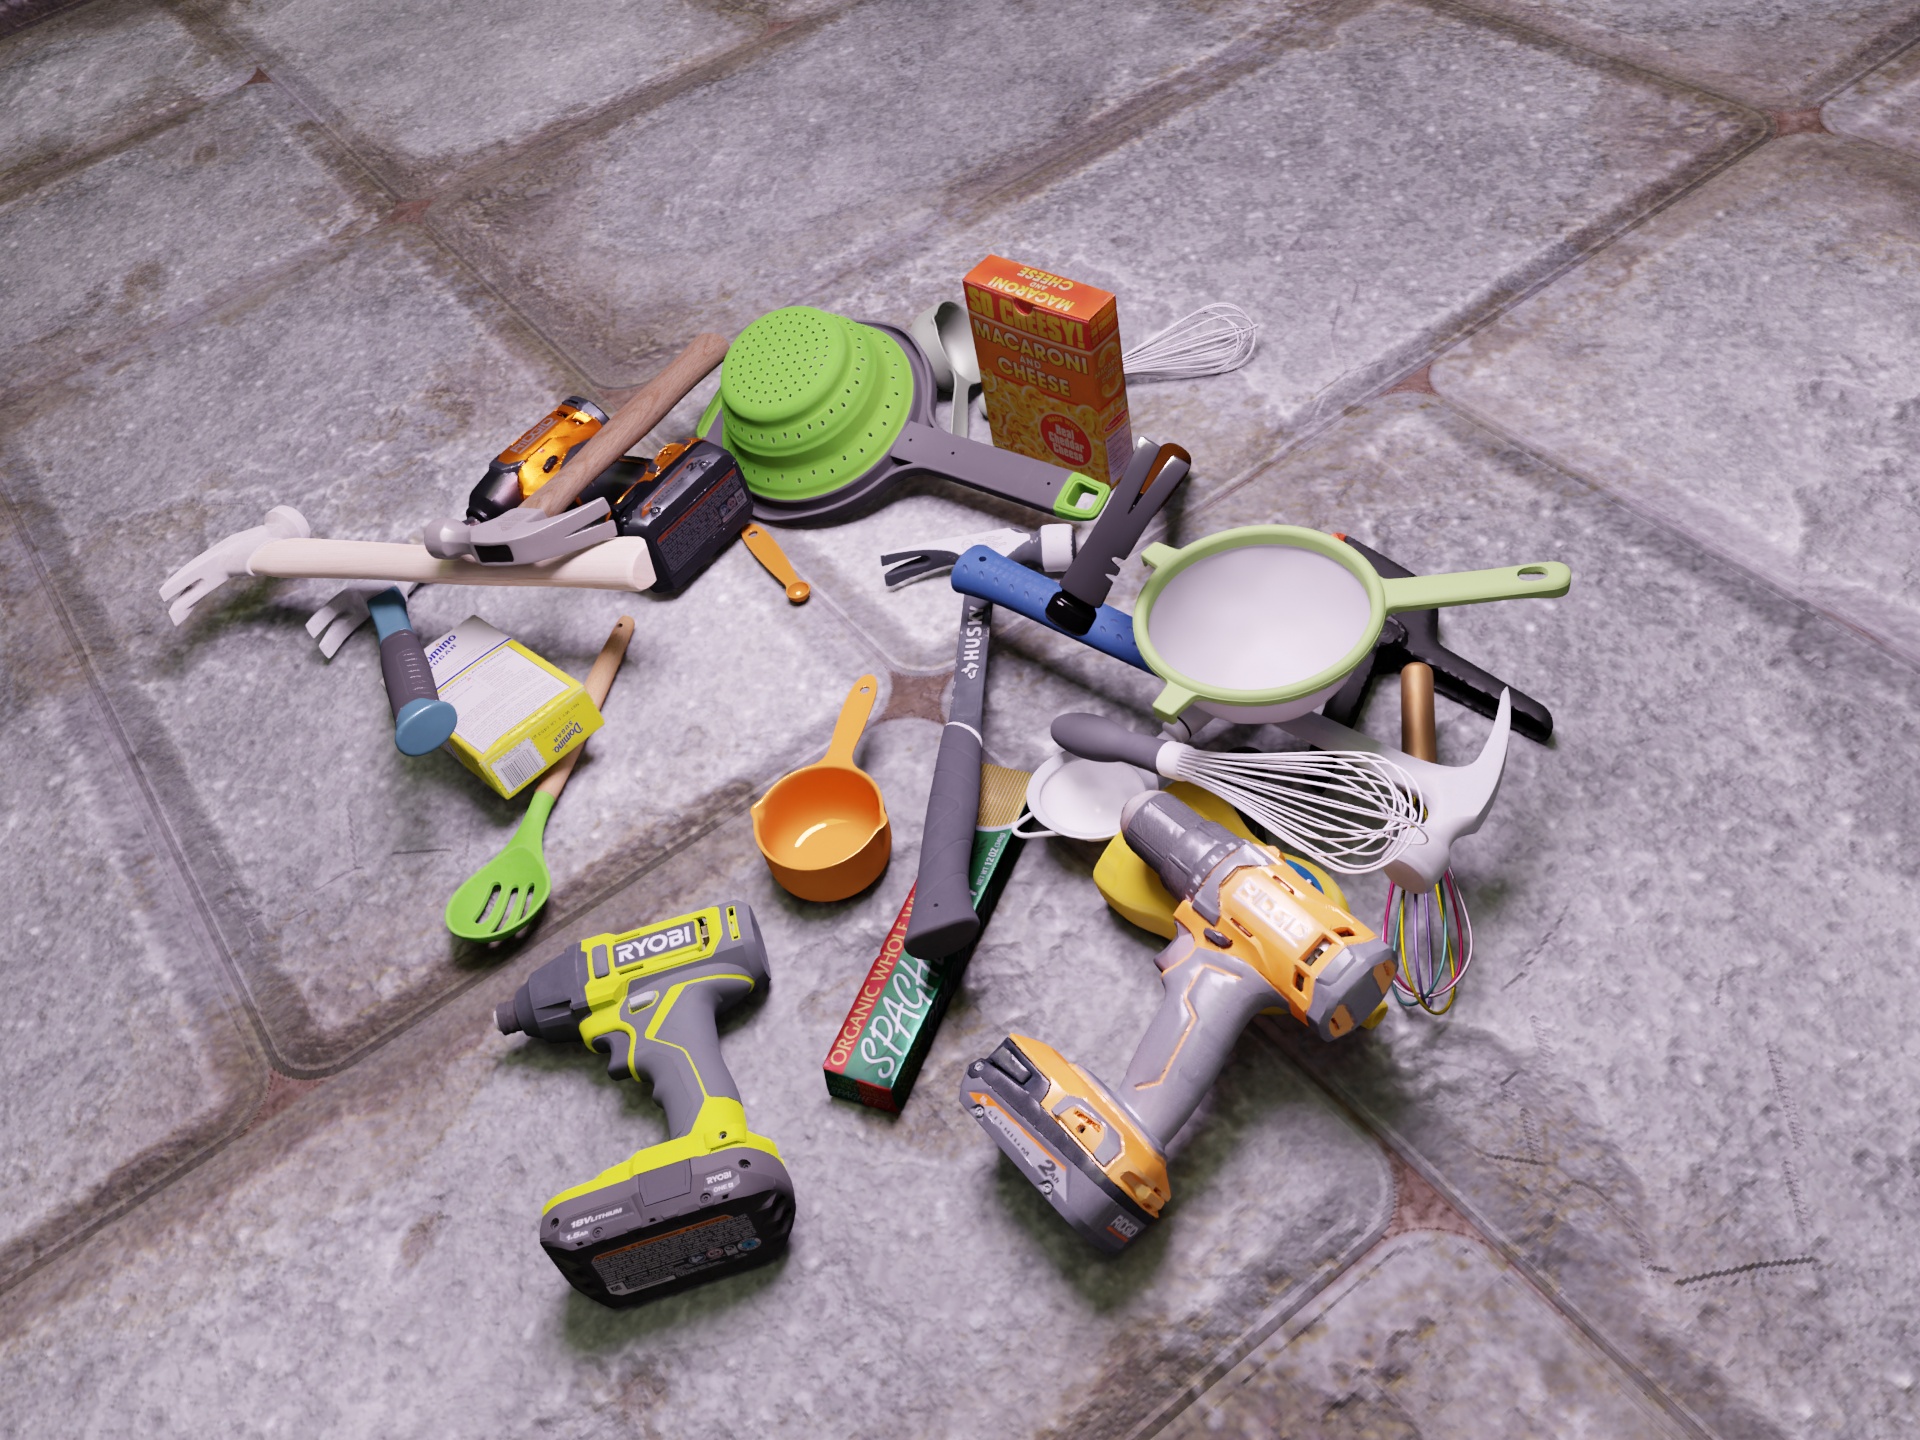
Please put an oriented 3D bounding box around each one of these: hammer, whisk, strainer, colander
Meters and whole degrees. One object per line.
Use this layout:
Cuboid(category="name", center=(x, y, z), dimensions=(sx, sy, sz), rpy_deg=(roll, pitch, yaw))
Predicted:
Cuboid(category="hammer", center=(-0.420, -0.116, 1.221), dimensions=(0.411, 0.038, 0.146), rpy_deg=(4, 35, 23))
Cuboid(category="whisk", center=(0.285, 0.068, 0.981), dimensions=(0.047, 0.051, 0.245), rpy_deg=(14, 56, -7))
Cuboid(category="hammer", center=(-0.002, -0.003, 1.089), dimensions=(0.149, 0.036, 0.409), rpy_deg=(-2, 42, 9))
Cuboid(category="hammer", center=(-0.420, -0.054, 1.196), dimensions=(0.128, 0.033, 0.331), rpy_deg=(-31, 32, -10))
Cuboid(category="strainer", center=(0.140, 0.014, 1.062), dimensions=(0.258, 0.050, 0.087), rpy_deg=(-37, 47, -16))
Cuboid(category="strainer", center=(0.236, -0.054, 0.969), dimensions=(0.256, 0.069, 0.152), rpy_deg=(-7, 46, 9))
Cuboid(category="hammer", center=(0.162, -0.033, 1.040), dimensions=(0.406, 0.035, 0.144), rpy_deg=(28, 62, 32))
Cuboid(category="colander", center=(-0.063, -0.243, 1.265), dimensions=(0.397, 0.094, 0.204), rpy_deg=(22, 76, 29))
Cuboid(category="hammer", center=(0.130, -0.158, 1.108), dimensions=(0.034, 0.127, 0.337), rpy_deg=(31, 23, 3))
Cuboid(category="whisk", center=(0.154, 0.031, 0.953), dimensions=(0.070, 0.070, 0.285), rpy_deg=(-44, 36, -24))
Cuboid(category="hammer", center=(-0.272, -0.220, 1.254), dimensions=(0.130, 0.031, 0.331), rpy_deg=(7, 41, 24))
Cuboid(category="whisk", center=(0.134, -0.300, 1.350), dimensions=(0.246, 0.057, 0.059), rpy_deg=(-16, 14, 2))

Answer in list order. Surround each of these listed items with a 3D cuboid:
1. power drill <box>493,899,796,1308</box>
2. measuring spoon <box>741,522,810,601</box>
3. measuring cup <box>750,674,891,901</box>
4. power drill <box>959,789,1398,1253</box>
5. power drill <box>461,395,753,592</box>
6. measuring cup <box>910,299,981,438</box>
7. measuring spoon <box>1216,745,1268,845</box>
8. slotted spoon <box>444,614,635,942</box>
Cuboid(category="power drill", center=(-0.189, 0.220, 0.945), dimensions=(0.171, 0.080, 0.223), rpy_deg=(-17, 44, -3))
Cuboid(category="measuring spoon", center=(-0.150, -0.127, 1.281), dimensions=(0.021, 0.011, 0.117), rpy_deg=(-28, 46, -13))
Cuboid(category="measuring cup", center=(-0.080, 0.047, 1.086), dimensions=(0.095, 0.052, 0.174), rpy_deg=(4, 49, 15))
Cuboid(category="power drill", center=(0.104, 0.157, 0.895), dimensions=(0.226, 0.084, 0.186), rpy_deg=(-45, 53, -5))
Cuboid(category="power drill", center=(-0.302, -0.183, 1.316), dimensions=(0.227, 0.084, 0.164), rpy_deg=(22, 57, 33))
Cuboid(category="measuring cup", center=(-0.013, -0.280, 1.357), dimensions=(0.038, 0.083, 0.168), rpy_deg=(-16, 61, 34))
Cuboid(category="measuring spoon", center=(0.188, 0.072, 1.033), dimensions=(0.034, 0.018, 0.124), rpy_deg=(-9, 55, 14))
Cuboid(category="slotted spoon", center=(-0.291, 0.037, 1.157), dimensions=(0.070, 0.031, 0.314), rpy_deg=(1, 48, 15))
